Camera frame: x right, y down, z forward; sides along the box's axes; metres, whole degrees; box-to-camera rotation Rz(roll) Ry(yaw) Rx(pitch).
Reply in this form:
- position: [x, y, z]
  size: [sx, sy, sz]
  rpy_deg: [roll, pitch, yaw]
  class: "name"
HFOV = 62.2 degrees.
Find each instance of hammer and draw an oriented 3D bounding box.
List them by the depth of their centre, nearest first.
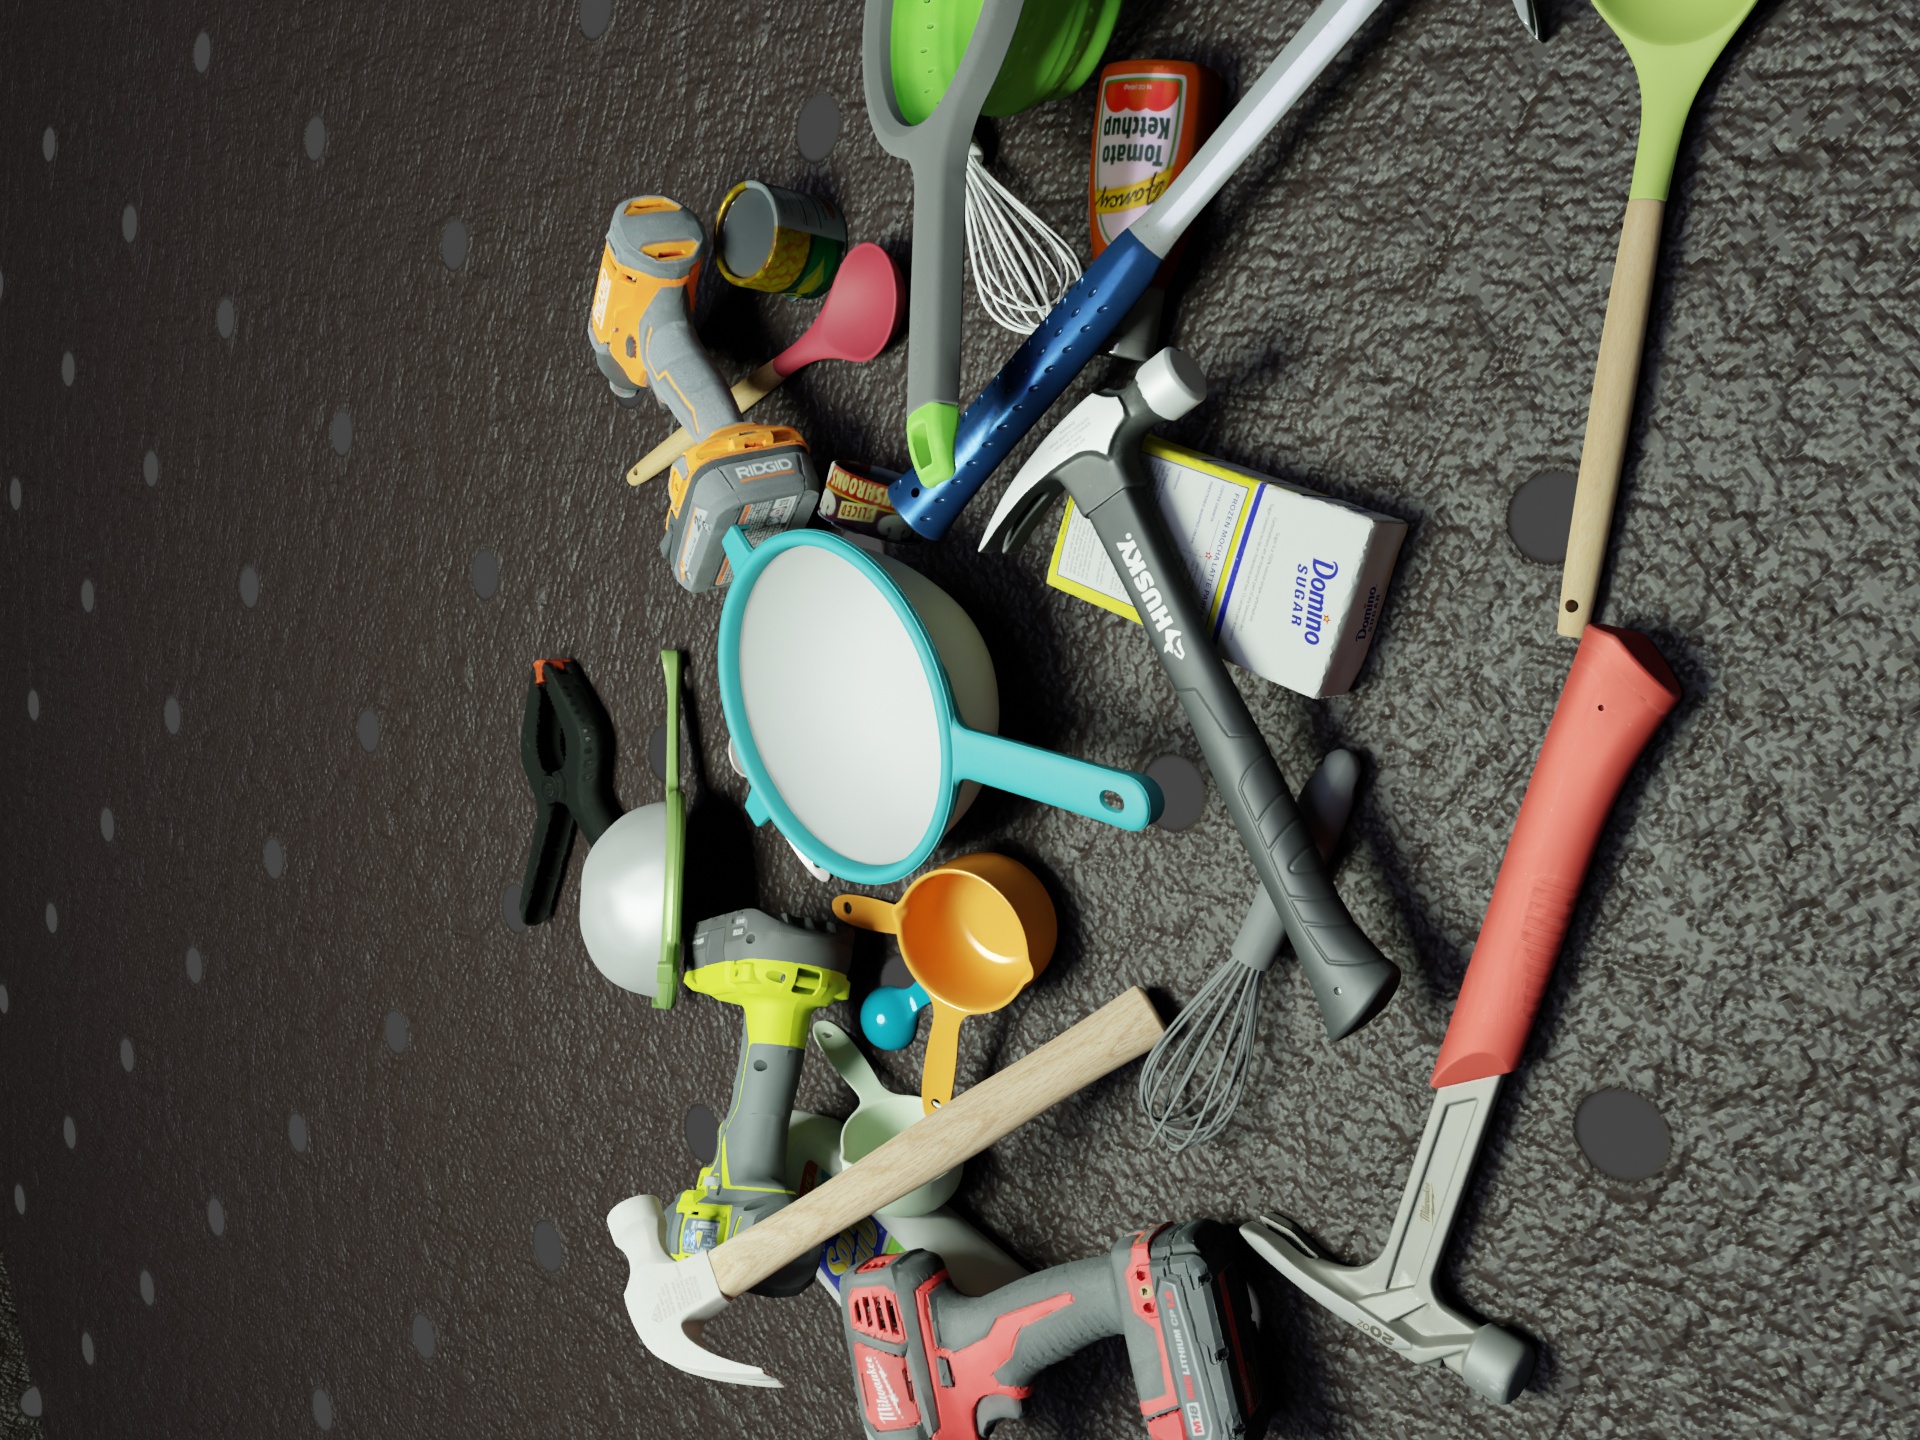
- position: [0.240, 0.128, 0.737]
  size: [0.149, 0.036, 0.359]
  rpy_deg: [25, 110, 39]
  class: "hammer"
- position: [0.121, -0.003, 0.781]
  size: [0.146, 0.035, 0.335]
  rpy_deg: [-34, 73, 37]
  class: "hammer"
- position: [0.103, -0.242, 0.790]
  size: [0.144, 0.035, 0.405]
  rpy_deg: [50, 117, 14]
  class: "hammer"
- position: [-0.033, 0.246, 0.868]
  size: [0.331, 0.031, 0.130]
  rpy_deg: [-31, 52, 0]
  class: "hammer"

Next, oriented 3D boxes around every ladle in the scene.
- position: [0.279, -0.192, 0.669]
  size: [0.078, 0.062, 0.320]
  rpy_deg: [16, 106, 41]
  class: "ladle"
- position: [-0.136, -0.224, 1.066]
  size: [0.315, 0.031, 0.069]
  rpy_deg: [-24, 77, 43]
  class: "ladle"

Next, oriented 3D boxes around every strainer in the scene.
- position: [-0.001, -0.003, 0.902]
  size: [0.341, 0.095, 0.211]
  rpy_deg: [16, 116, 43]
  class: "strainer"
- position: [-0.228, 0.072, 1.108]
  size: [0.151, 0.069, 0.256]
  rpy_deg: [125, 145, -70]
  class: "strainer"

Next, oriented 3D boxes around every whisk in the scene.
- position: [0.148, 0.121, 0.815]
  size: [0.055, 0.055, 0.239]
  rpy_deg: [34, 111, 36]
  class: "whisk"
- position: [0.006, -0.318, 0.921]
  size: [0.058, 0.059, 0.247]
  rpy_deg: [-25, 68, 3]
  class: "whisk"

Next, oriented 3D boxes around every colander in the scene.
- position: [0.024, -0.313, 0.830]
  size: [0.204, 0.094, 0.397]
  rpy_deg: [167, 106, -65]
  class: "colander"

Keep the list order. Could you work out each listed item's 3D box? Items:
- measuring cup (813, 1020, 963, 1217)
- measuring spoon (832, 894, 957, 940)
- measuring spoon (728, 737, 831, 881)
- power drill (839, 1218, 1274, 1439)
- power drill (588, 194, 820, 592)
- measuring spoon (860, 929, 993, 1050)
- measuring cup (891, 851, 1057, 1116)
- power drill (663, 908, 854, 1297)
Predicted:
- position: [-0.056, 0.250, 1.006]
  size: [0.168, 0.083, 0.038]
  rpy_deg: [42, 137, 52]
  class: "measuring cup"
- position: [-0.042, 0.126, 1.015]
  size: [0.117, 0.011, 0.021]
  rpy_deg: [4, 94, 46]
  class: "measuring spoon"
- position: [-0.118, 0.057, 1.079]
  size: [0.034, 0.018, 0.124]
  rpy_deg: [-46, 70, 34]
  class: "measuring spoon"
- position: [0.045, 0.348, 0.848]
  size: [0.219, 0.078, 0.143]
  rpy_deg: [-15, 79, 20]
  class: "power drill"
- position: [-0.179, -0.201, 1.034]
  size: [0.227, 0.084, 0.164]
  rpy_deg: [65, 152, 17]
  class: "power drill"
- position: [-0.025, 0.166, 0.991]
  size: [0.128, 0.021, 0.042]
  rpy_deg: [-44, 64, 35]
  class: "measuring spoon"
- position: [0.007, 0.158, 0.941]
  size: [0.095, 0.052, 0.173]
  rpy_deg: [21, 116, 25]
  class: "measuring cup"
- position: [-0.138, 0.241, 1.006]
  size: [0.171, 0.080, 0.223]
  rpy_deg: [-22, 57, 55]
  class: "power drill"
